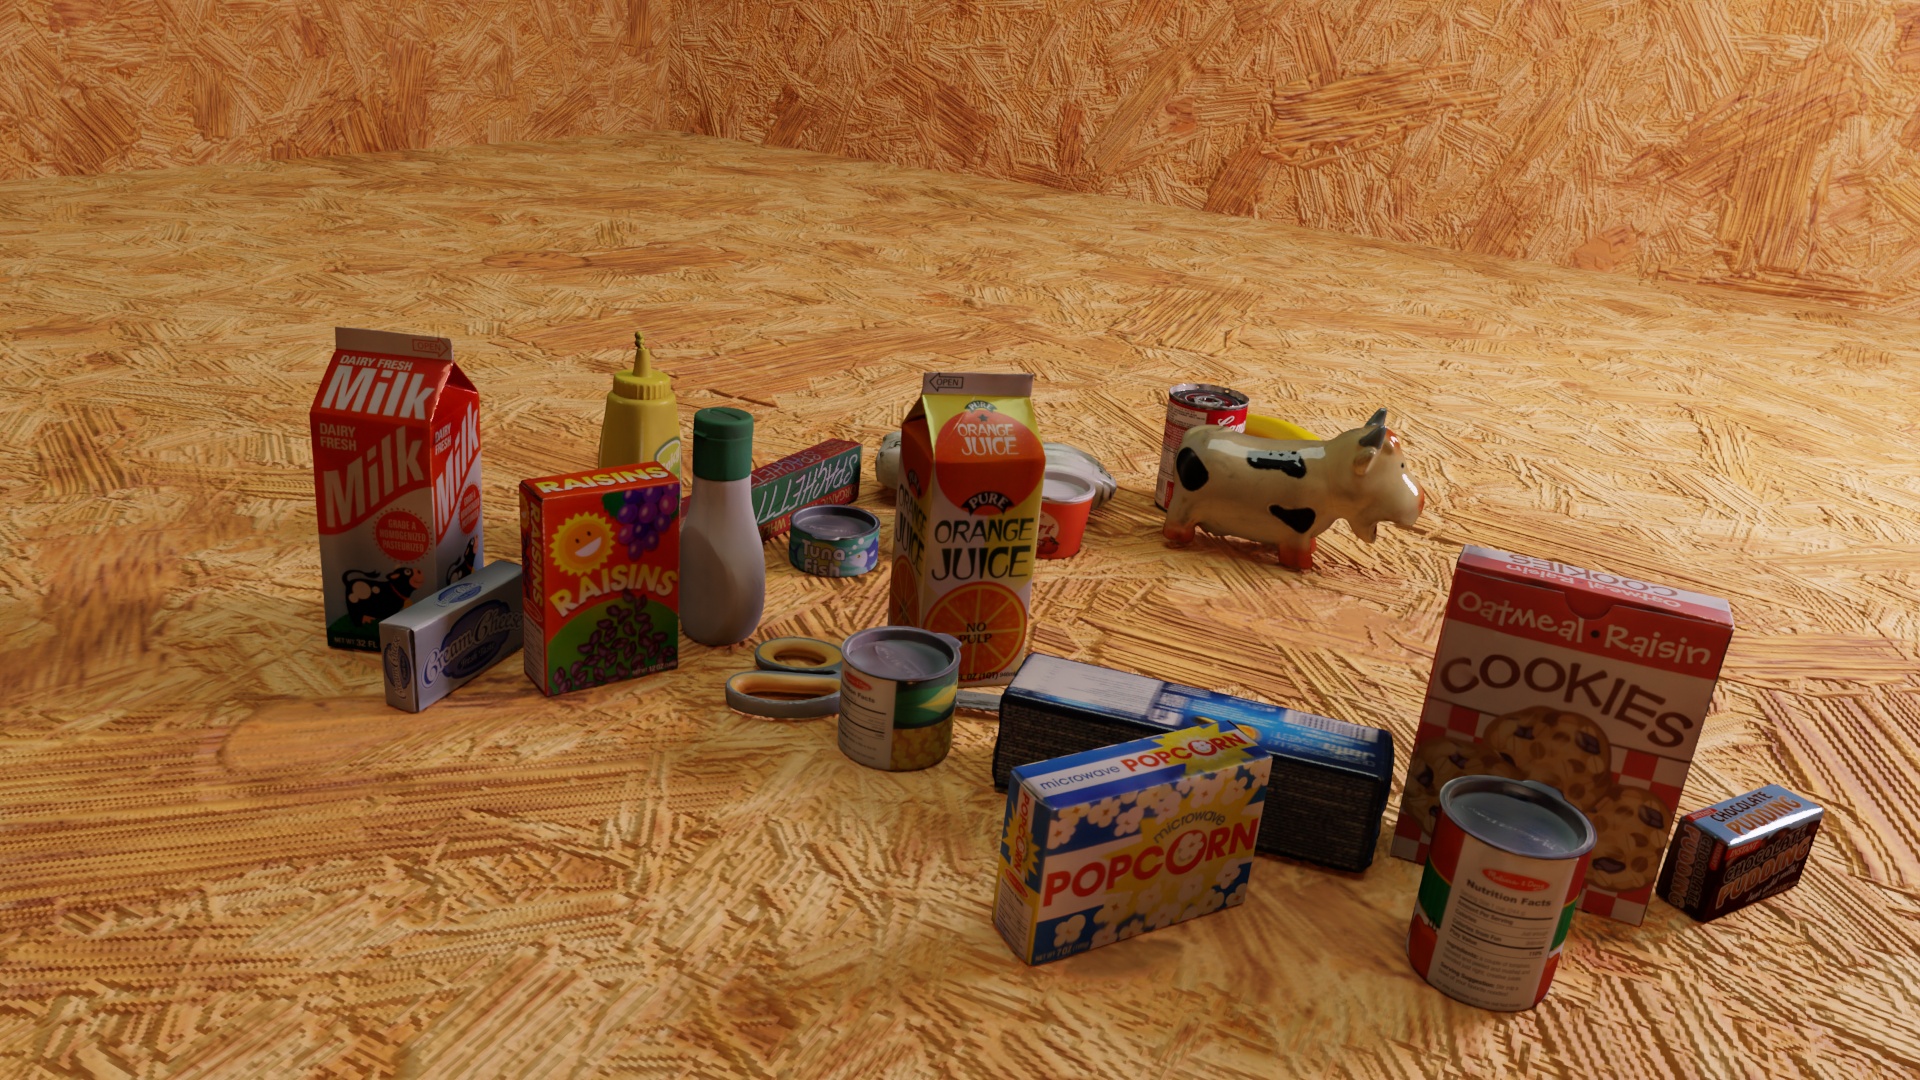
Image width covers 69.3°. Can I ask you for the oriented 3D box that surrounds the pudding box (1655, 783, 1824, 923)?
[{"bbox_3d":[0.400,0.159,0.714,0.084,0.049,0.030,-7,25,-29],"label":"pudding box"}]

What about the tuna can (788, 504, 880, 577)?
[{"bbox_3d":[-0.093,0.001,1.017,0.071,0.032,0.071,5,22,-2],"label":"tuna can"}]

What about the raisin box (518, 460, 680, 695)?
[{"bbox_3d":[-0.211,0.021,0.817,0.086,0.123,0.040,-10,26,-34],"label":"raisin box"}]

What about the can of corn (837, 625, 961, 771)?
[{"bbox_3d":[-0.033,0.088,0.780,0.071,0.058,0.071,5,22,-2],"label":"can of corn"}]

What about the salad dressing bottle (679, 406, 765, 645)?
[{"bbox_3d":[-0.150,-0.009,0.873,0.064,0.147,0.044,22,27,36],"label":"salad dressing bottle"}]

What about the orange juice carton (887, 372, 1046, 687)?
[{"bbox_3d":[0.003,-0.011,0.853,0.072,0.191,0.073,-2,22,-18],"label":"orange juice carton"}]

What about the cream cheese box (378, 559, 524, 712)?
[{"bbox_3d":[-0.292,0.054,0.810,0.024,0.053,0.104,12,23,17],"label":"cream cheese box"}]

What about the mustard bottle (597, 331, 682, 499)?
[{"bbox_3d":[-0.227,-0.069,0.989,0.049,0.159,0.065,10,22,12],"label":"mustard bottle"}]

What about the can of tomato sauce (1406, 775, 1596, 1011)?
[{"bbox_3d":[0.245,0.159,0.633,0.071,0.082,0.071,5,21,-2],"label":"can of tomato sauce"}]

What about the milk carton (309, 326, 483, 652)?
[{"bbox_3d":[-0.334,-0.032,0.830,0.072,0.189,0.074,6,21,2],"label":"milk carton"}]

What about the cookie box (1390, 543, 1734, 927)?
[{"bbox_3d":[0.293,0.096,0.689,0.123,0.166,0.040,13,23,20],"label":"cookie box"}]

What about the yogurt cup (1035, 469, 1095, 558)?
[{"bbox_3d":[0.068,-0.020,1.078,0.072,0.053,0.072,5,22,-2],"label":"yogurt cup"}]

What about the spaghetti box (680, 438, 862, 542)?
[{"bbox_3d":[-0.153,-0.025,1.044,0.029,0.050,0.251,16,24,25],"label":"spaghetti box"}]

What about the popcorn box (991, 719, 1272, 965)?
[{"bbox_3d":[0.080,0.138,0.644,0.127,0.085,0.038,-7,25,-29],"label":"popcorn box"}]
